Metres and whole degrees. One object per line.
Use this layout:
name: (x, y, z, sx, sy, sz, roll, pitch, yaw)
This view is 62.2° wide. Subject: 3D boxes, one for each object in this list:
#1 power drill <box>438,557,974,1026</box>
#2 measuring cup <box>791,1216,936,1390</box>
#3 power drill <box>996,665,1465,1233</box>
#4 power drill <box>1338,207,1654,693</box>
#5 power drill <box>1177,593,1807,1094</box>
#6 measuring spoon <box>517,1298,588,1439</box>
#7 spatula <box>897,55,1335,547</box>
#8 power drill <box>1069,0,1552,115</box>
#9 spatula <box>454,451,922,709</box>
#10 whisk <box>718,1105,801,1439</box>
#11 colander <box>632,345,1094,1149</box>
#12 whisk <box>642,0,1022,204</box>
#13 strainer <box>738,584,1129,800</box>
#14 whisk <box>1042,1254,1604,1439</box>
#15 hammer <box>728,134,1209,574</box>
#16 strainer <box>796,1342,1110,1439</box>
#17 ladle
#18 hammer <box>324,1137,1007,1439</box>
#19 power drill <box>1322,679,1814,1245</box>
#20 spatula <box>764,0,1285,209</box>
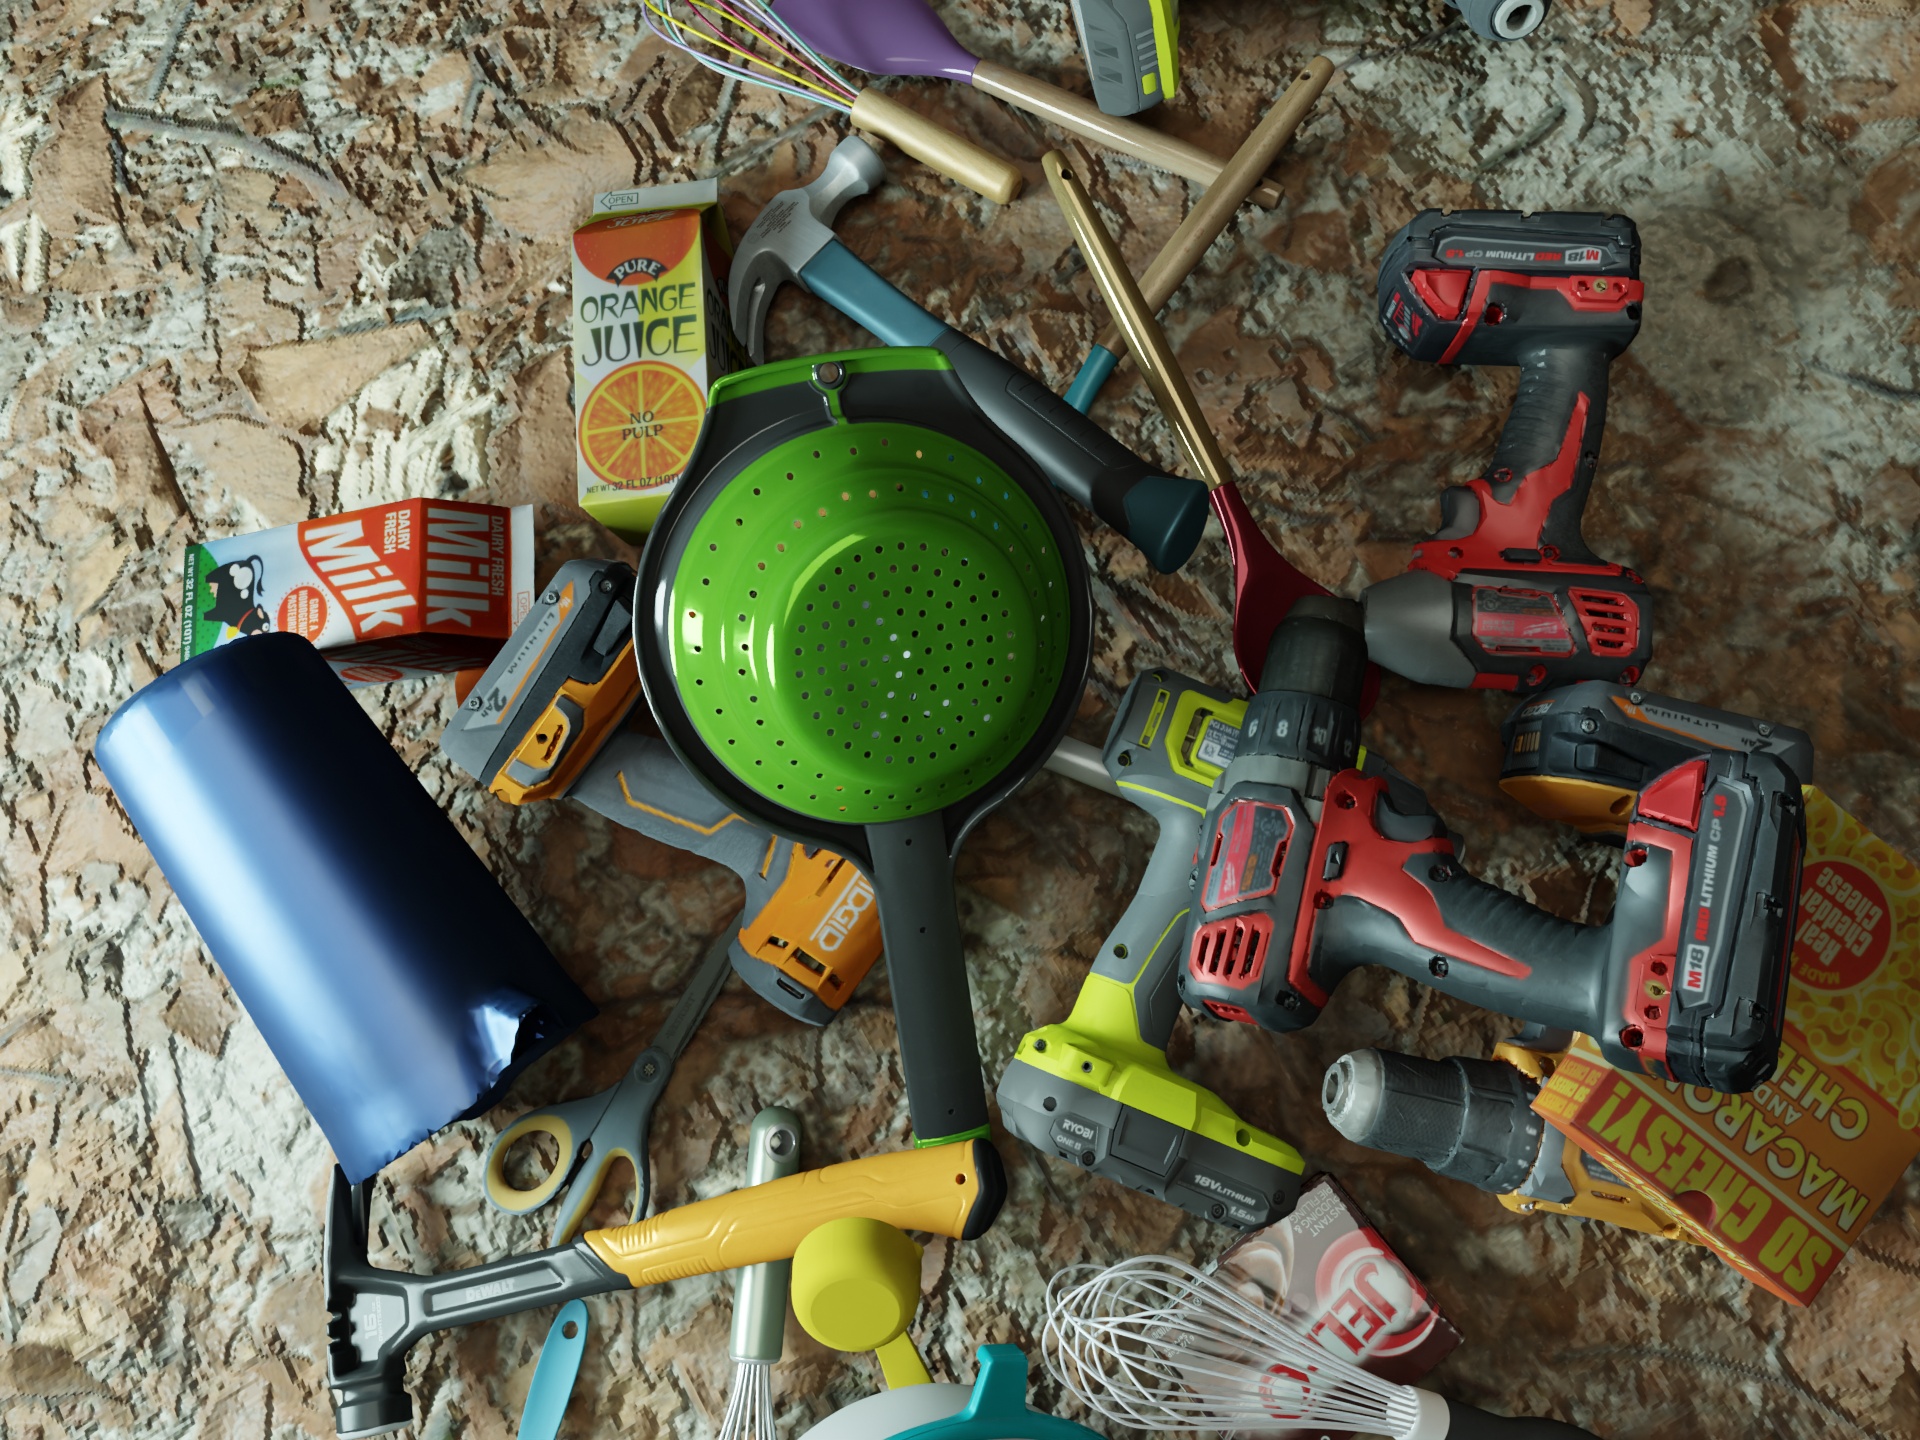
power drill: (-0.108, 0.018, 0.755, 0.226, 0.084, 0.164, 36, 92, -8)
measuring cup: (-0.029, 0.289, 0.703, 0.062, 0.029, 0.156, -18, 110, 7)
power drill: (0.123, 0.107, 0.726, 0.171, 0.080, 0.223, 23, 80, -2)
power drill: (0.250, -0.123, 0.754, 0.143, 0.078, 0.220, 3, 83, 5)
power drill: (0.205, 0.043, 0.632, 0.227, 0.080, 0.188, 6, 73, 32)
measuring spoon: (-0.202, 0.347, 0.771, 0.042, 0.021, 0.129, 11, 72, 12)
spatula: (0.087, -0.213, 0.808, 0.082, 0.044, 0.317, 38, 92, 35)
power drill: (0.171, -0.388, 0.801, 0.228, 0.080, 0.191, -13, 57, 7)
spatula: (-0.116, -0.075, 0.813, 0.322, 0.041, 0.081, -34, 58, 9)
whisk: (-0.097, 0.307, 0.746, 0.057, 0.059, 0.246, 11, 74, -26)
colander: (-0.019, 0.043, 0.681, 0.204, 0.094, 0.397, -11, 104, -11)
whisk: (-0.071, -0.350, 0.875, 0.245, 0.047, 0.051, 32, 97, 10)
strainer: (-0.001, -0.003, 0.793, 0.258, 0.050, 0.087, 22, 103, 7)
whisk: (0.161, 0.278, 0.654, 0.284, 0.070, 0.070, 21, 82, -16)
hammer: (0.000, -0.176, 0.783, 0.128, 0.033, 0.331, -45, 58, -4)
strainer: (-0.075, 0.398, 0.664, 0.340, 0.095, 0.210, -35, 115, -8)
ladle: (0.114, -0.136, 0.774, 0.069, 0.031, 0.315, -26, 89, -15)
hammer: (-0.143, 0.238, 0.741, 0.337, 0.034, 0.127, -15, 70, 10)
power drill: (0.263, 0.100, 0.690, 0.185, 0.084, 0.226, 13, 83, -5)
spatula: (0.033, -0.346, 0.866, 0.316, 0.018, 0.060, 29, 82, 15)
